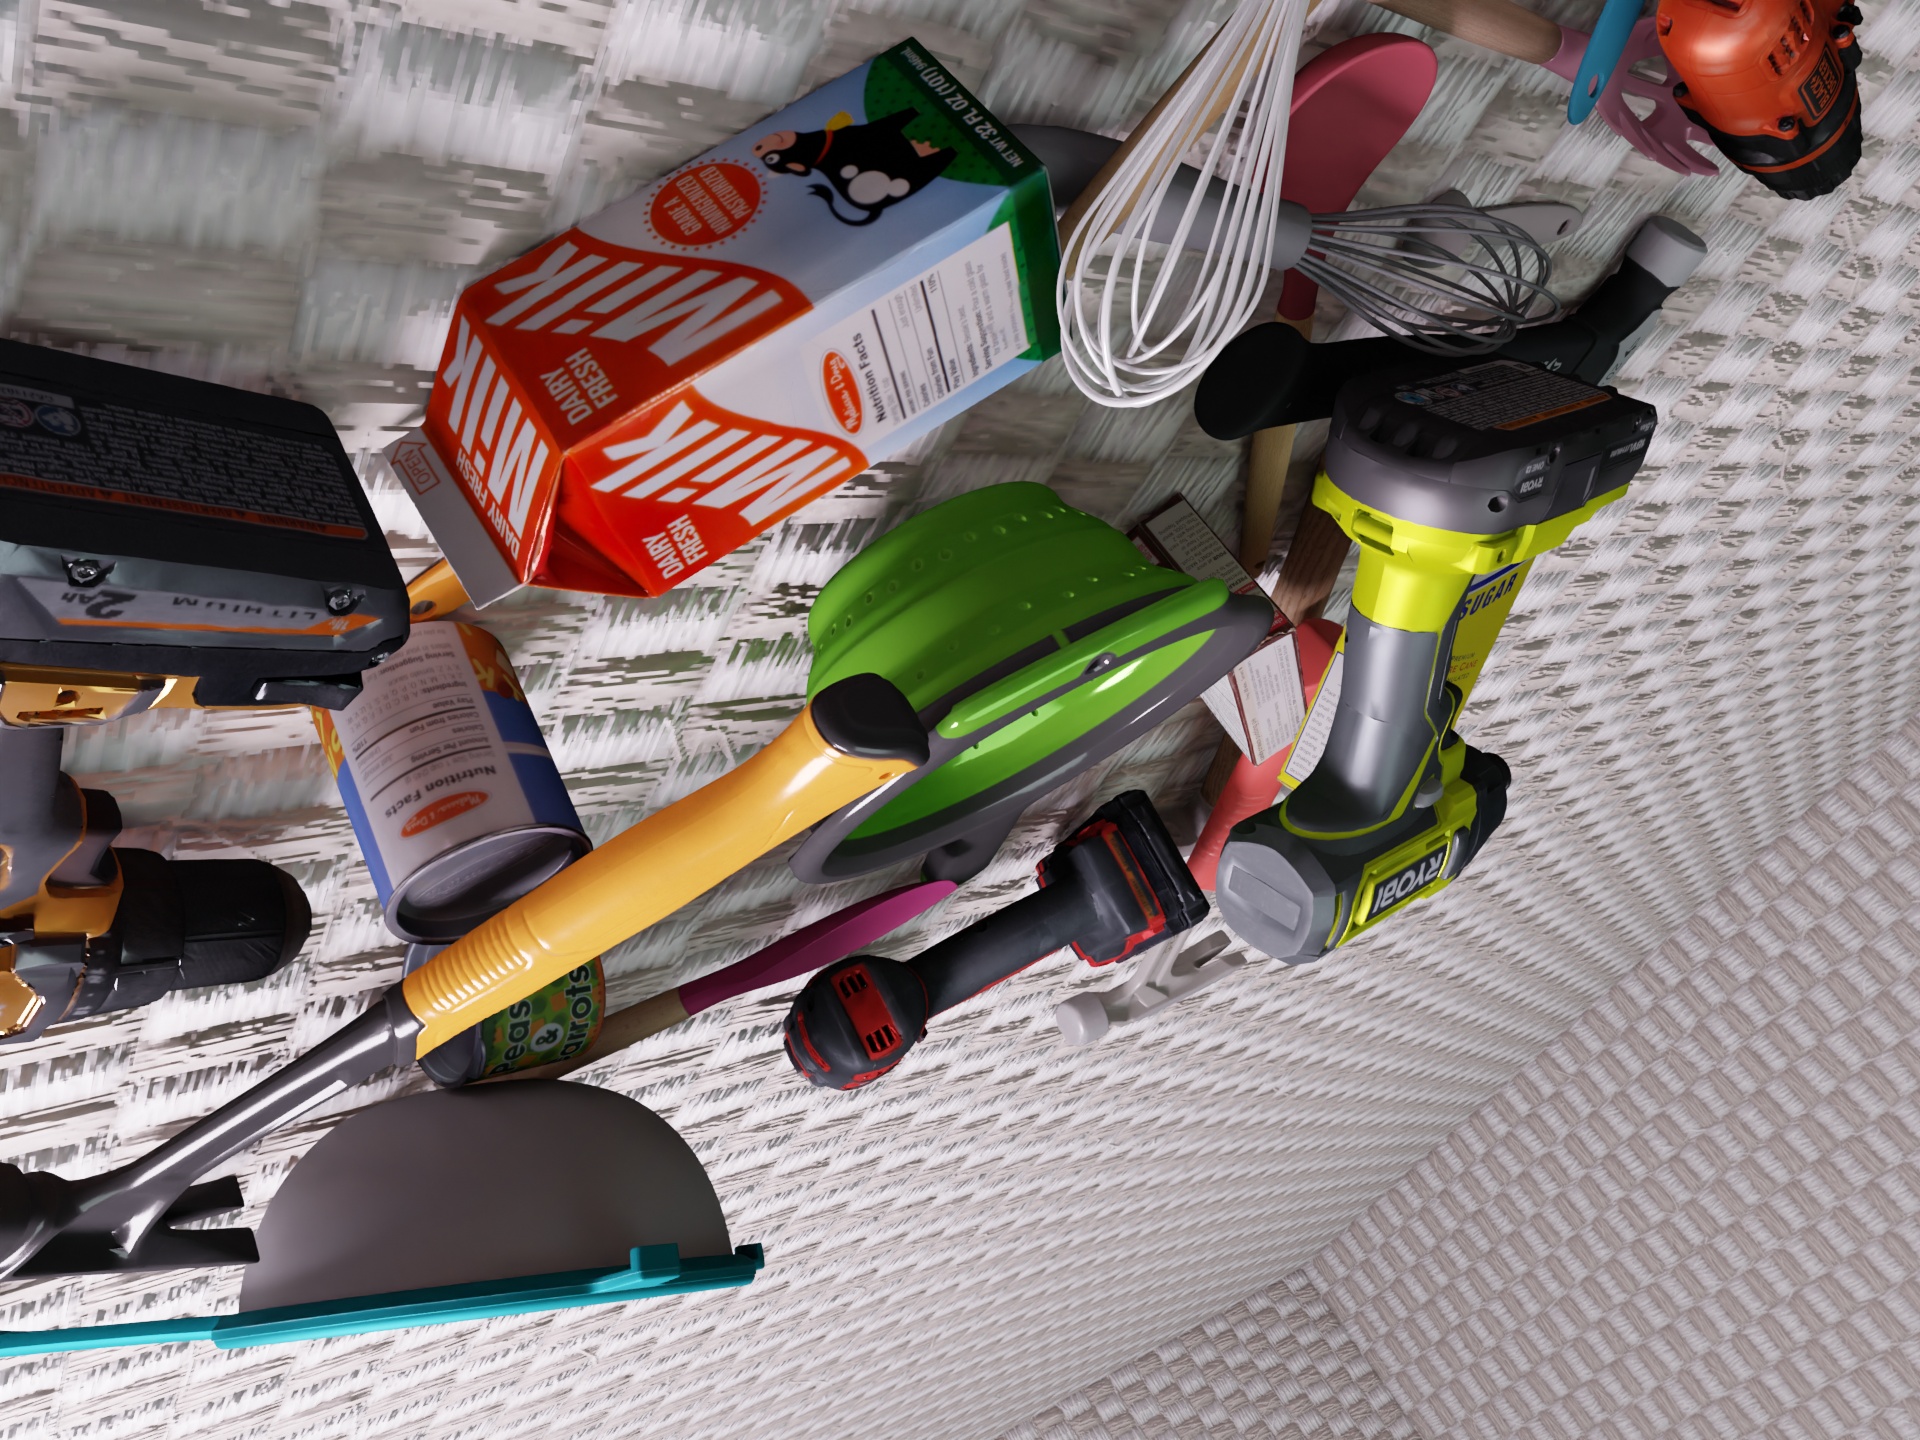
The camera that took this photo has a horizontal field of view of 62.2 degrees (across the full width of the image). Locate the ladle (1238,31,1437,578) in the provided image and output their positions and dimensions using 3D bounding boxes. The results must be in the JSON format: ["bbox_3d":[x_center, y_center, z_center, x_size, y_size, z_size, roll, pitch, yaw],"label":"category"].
[{"bbox_3d":[0.137,-0.152,0.658,0.069,0.031,0.315,-22,151,-9],"label":"ladle"}]

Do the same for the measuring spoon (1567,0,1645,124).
[{"bbox_3d":[0.255,-0.274,0.566,0.042,0.021,0.128,7,111,-46],"label":"measuring spoon"}]

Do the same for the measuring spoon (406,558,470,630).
[{"bbox_3d":[-0.135,-0.058,0.511,0.117,0.011,0.021,-33,152,-5],"label":"measuring spoon"}]

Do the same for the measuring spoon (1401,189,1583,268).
[{"bbox_3d":[0.237,-0.210,0.687,0.124,0.018,0.034,-15,145,-36],"label":"measuring spoon"}]

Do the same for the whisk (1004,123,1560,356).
[{"bbox_3d":[0.113,-0.165,0.544,0.238,0.055,0.055,5,134,-28],"label":"whisk"}]

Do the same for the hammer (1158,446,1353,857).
[{"bbox_3d":[0.169,-0.025,0.878,0.130,0.031,0.331,-24,149,-22],"label":"hammer"}]

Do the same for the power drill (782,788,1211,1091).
[{"bbox_3d":[0.005,0.134,0.871,0.226,0.080,0.188,-25,169,-18],"label":"power drill"}]

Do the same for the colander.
[{"bbox_3d":[-0.001,-0.002,0.686,0.204,0.094,0.397,-26,168,-14],"label":"colander"}]

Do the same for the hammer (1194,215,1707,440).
[{"bbox_3d":[0.210,-0.150,0.696,0.334,0.035,0.146,-17,147,-44],"label":"hammer"}]

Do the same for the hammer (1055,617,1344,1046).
[{"bbox_3d":[0.161,0.072,0.941,0.149,0.037,0.358,-20,148,-29],"label":"hammer"}]

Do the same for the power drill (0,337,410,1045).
[{"bbox_3d":[-0.237,0.014,0.440,0.185,0.084,0.226,4,136,-51],"label":"power drill"}]

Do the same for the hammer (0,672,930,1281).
[{"bbox_3d":[-0.154,0.087,0.508,0.337,0.034,0.127,-32,156,8],"label":"hammer"}]

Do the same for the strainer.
[{"bbox_3d":[-0.257,0.206,0.663,0.340,0.095,0.211,-6,162,2],"label":"strainer"}]

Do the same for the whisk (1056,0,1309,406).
[{"bbox_3d":[0.088,-0.198,0.427,0.057,0.059,0.246,22,91,-49],"label":"whisk"}]

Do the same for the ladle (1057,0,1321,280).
[{"bbox_3d":[0.138,-0.244,0.460,0.320,0.062,0.078,-47,159,10],"label":"ladle"}]

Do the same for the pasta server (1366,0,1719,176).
[{"bbox_3d":[0.203,-0.249,0.573,0.316,0.040,0.060,-6,118,-41],"label":"pasta server"}]

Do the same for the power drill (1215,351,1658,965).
[{"bbox_3d":[0.189,-0.025,0.633,0.171,0.080,0.223,-20,130,-38],"label":"power drill"}]

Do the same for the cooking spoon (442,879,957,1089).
[{"bbox_3d":[-0.148,0.137,0.721,0.319,0.017,0.068,-25,165,3],"label":"cooking spoon"}]
